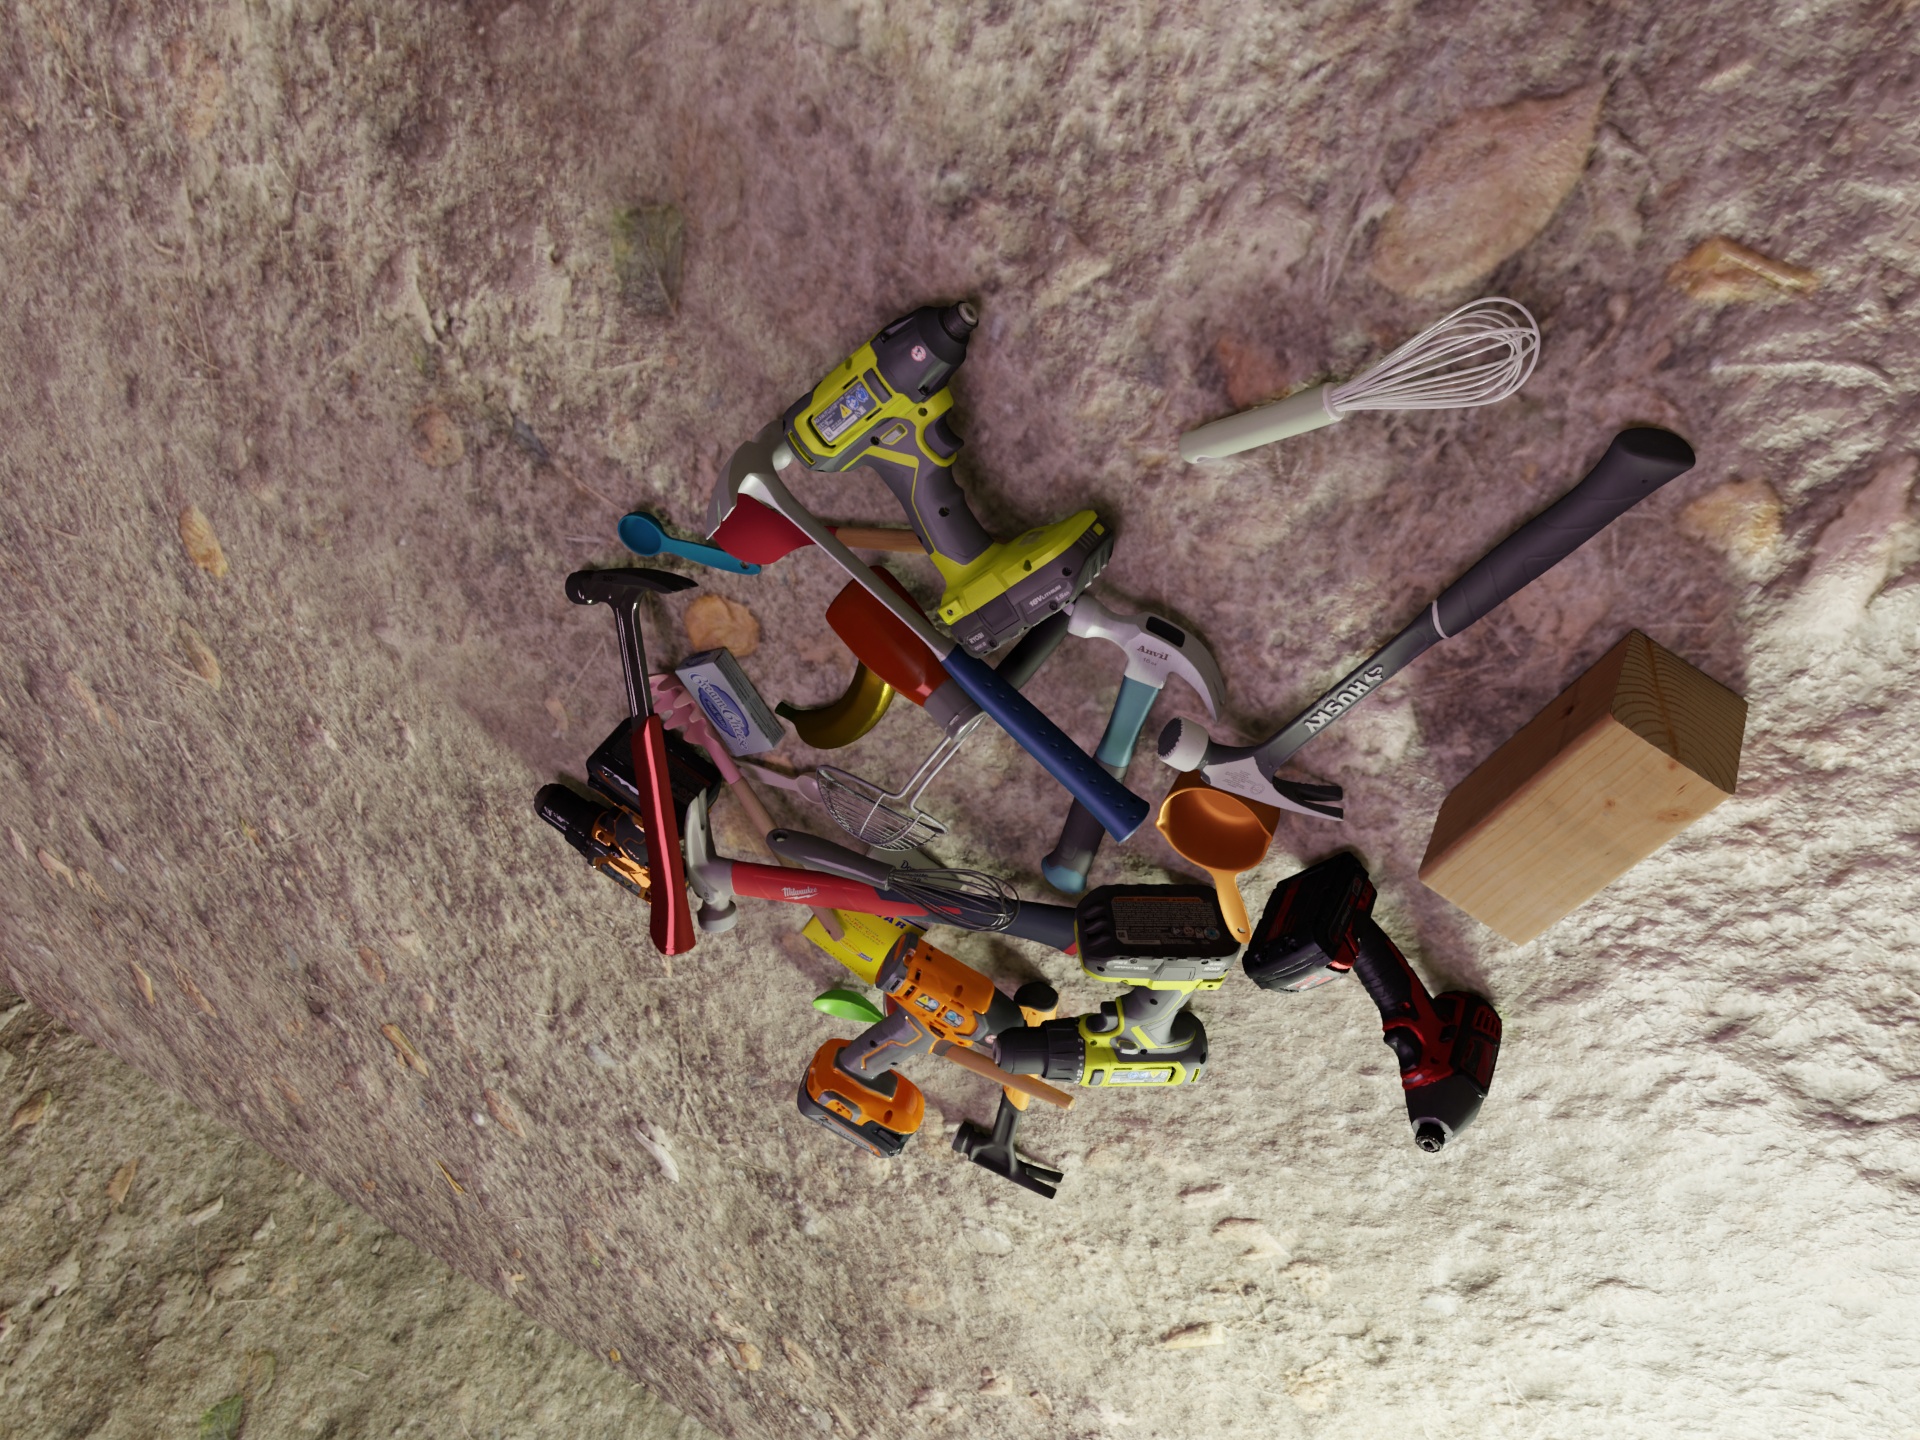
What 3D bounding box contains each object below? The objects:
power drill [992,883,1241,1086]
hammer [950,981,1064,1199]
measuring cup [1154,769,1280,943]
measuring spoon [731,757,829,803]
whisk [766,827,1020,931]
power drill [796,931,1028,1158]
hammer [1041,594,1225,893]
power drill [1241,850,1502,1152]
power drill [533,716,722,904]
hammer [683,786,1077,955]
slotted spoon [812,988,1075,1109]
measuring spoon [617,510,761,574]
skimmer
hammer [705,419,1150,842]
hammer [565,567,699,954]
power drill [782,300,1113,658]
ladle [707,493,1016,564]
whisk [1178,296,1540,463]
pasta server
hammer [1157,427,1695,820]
[{"bbox_3d":[0.136,0.241,1.376,0.190,0.080,0.228,2,136,-10],"label":"power drill"},{"bbox_3d":[0.067,0.378,1.631,0.127,0.034,0.336,23,138,14],"label":"hammer"},{"bbox_3d":[0.215,0.101,1.256,0.095,0.052,0.173,4,133,30],"label":"measuring cup"},{"bbox_3d":[-0.171,0.050,1.492,0.124,0.018,0.034,15,136,31],"label":"measuring spoon"},{"bbox_3d":[-0.061,0.133,1.382,0.239,0.055,0.055,16,136,16],"label":"whisk"},{"bbox_3d":[-0.041,0.319,1.526,0.164,0.084,0.226,32,120,-9],"label":"power drill"},{"bbox_3d":[0.116,0.036,1.262,0.128,0.033,0.330,20,140,4],"label":"hammer"},{"bbox_3d":[0.326,0.222,1.229,0.219,0.143,0.078,46,136,-9],"label":"power drill"},{"bbox_3d":[-0.338,0.086,1.589,0.185,0.084,0.226,34,144,3],"label":"power drill"},{"bbox_3d":[-0.068,0.148,1.435,0.386,0.038,0.143,6,118,17],"label":"hammer"},{"bbox_3d":[-0.020,0.331,1.616,0.314,0.031,0.070,17,160,31],"label":"slotted spoon"},{"bbox_3d":[-0.225,-0.149,1.337,0.128,0.021,0.042,17,136,6],"label":"measuring spoon"},{"bbox_3d":[-0.002,-0.004,1.312,0.127,0.090,0.363,29,130,-14],"label":"skimmer"},{"bbox_3d":[-0.019,-0.054,1.170,0.405,0.144,0.035,42,124,-7],"label":"hammer"},{"bbox_3d":[-0.271,0.041,1.425,0.149,0.036,0.359,7,110,39],"label":"hammer"},{"bbox_3d":[-0.002,-0.169,1.109,0.171,0.080,0.223,-30,102,38],"label":"power drill"},{"bbox_3d":[-0.070,-0.141,1.231,0.315,0.031,0.069,7,131,26],"label":"ladle"},{"bbox_3d":[0.234,-0.197,0.966,0.246,0.057,0.059,-11,88,43],"label":"whisk"},{"bbox_3d":[-0.201,0.083,1.491,0.060,0.040,0.316,-13,112,54],"label":"pasta server"},{"bbox_3d":[0.306,-0.052,1.043,0.149,0.036,0.408,25,138,-18],"label":"hammer"}]
